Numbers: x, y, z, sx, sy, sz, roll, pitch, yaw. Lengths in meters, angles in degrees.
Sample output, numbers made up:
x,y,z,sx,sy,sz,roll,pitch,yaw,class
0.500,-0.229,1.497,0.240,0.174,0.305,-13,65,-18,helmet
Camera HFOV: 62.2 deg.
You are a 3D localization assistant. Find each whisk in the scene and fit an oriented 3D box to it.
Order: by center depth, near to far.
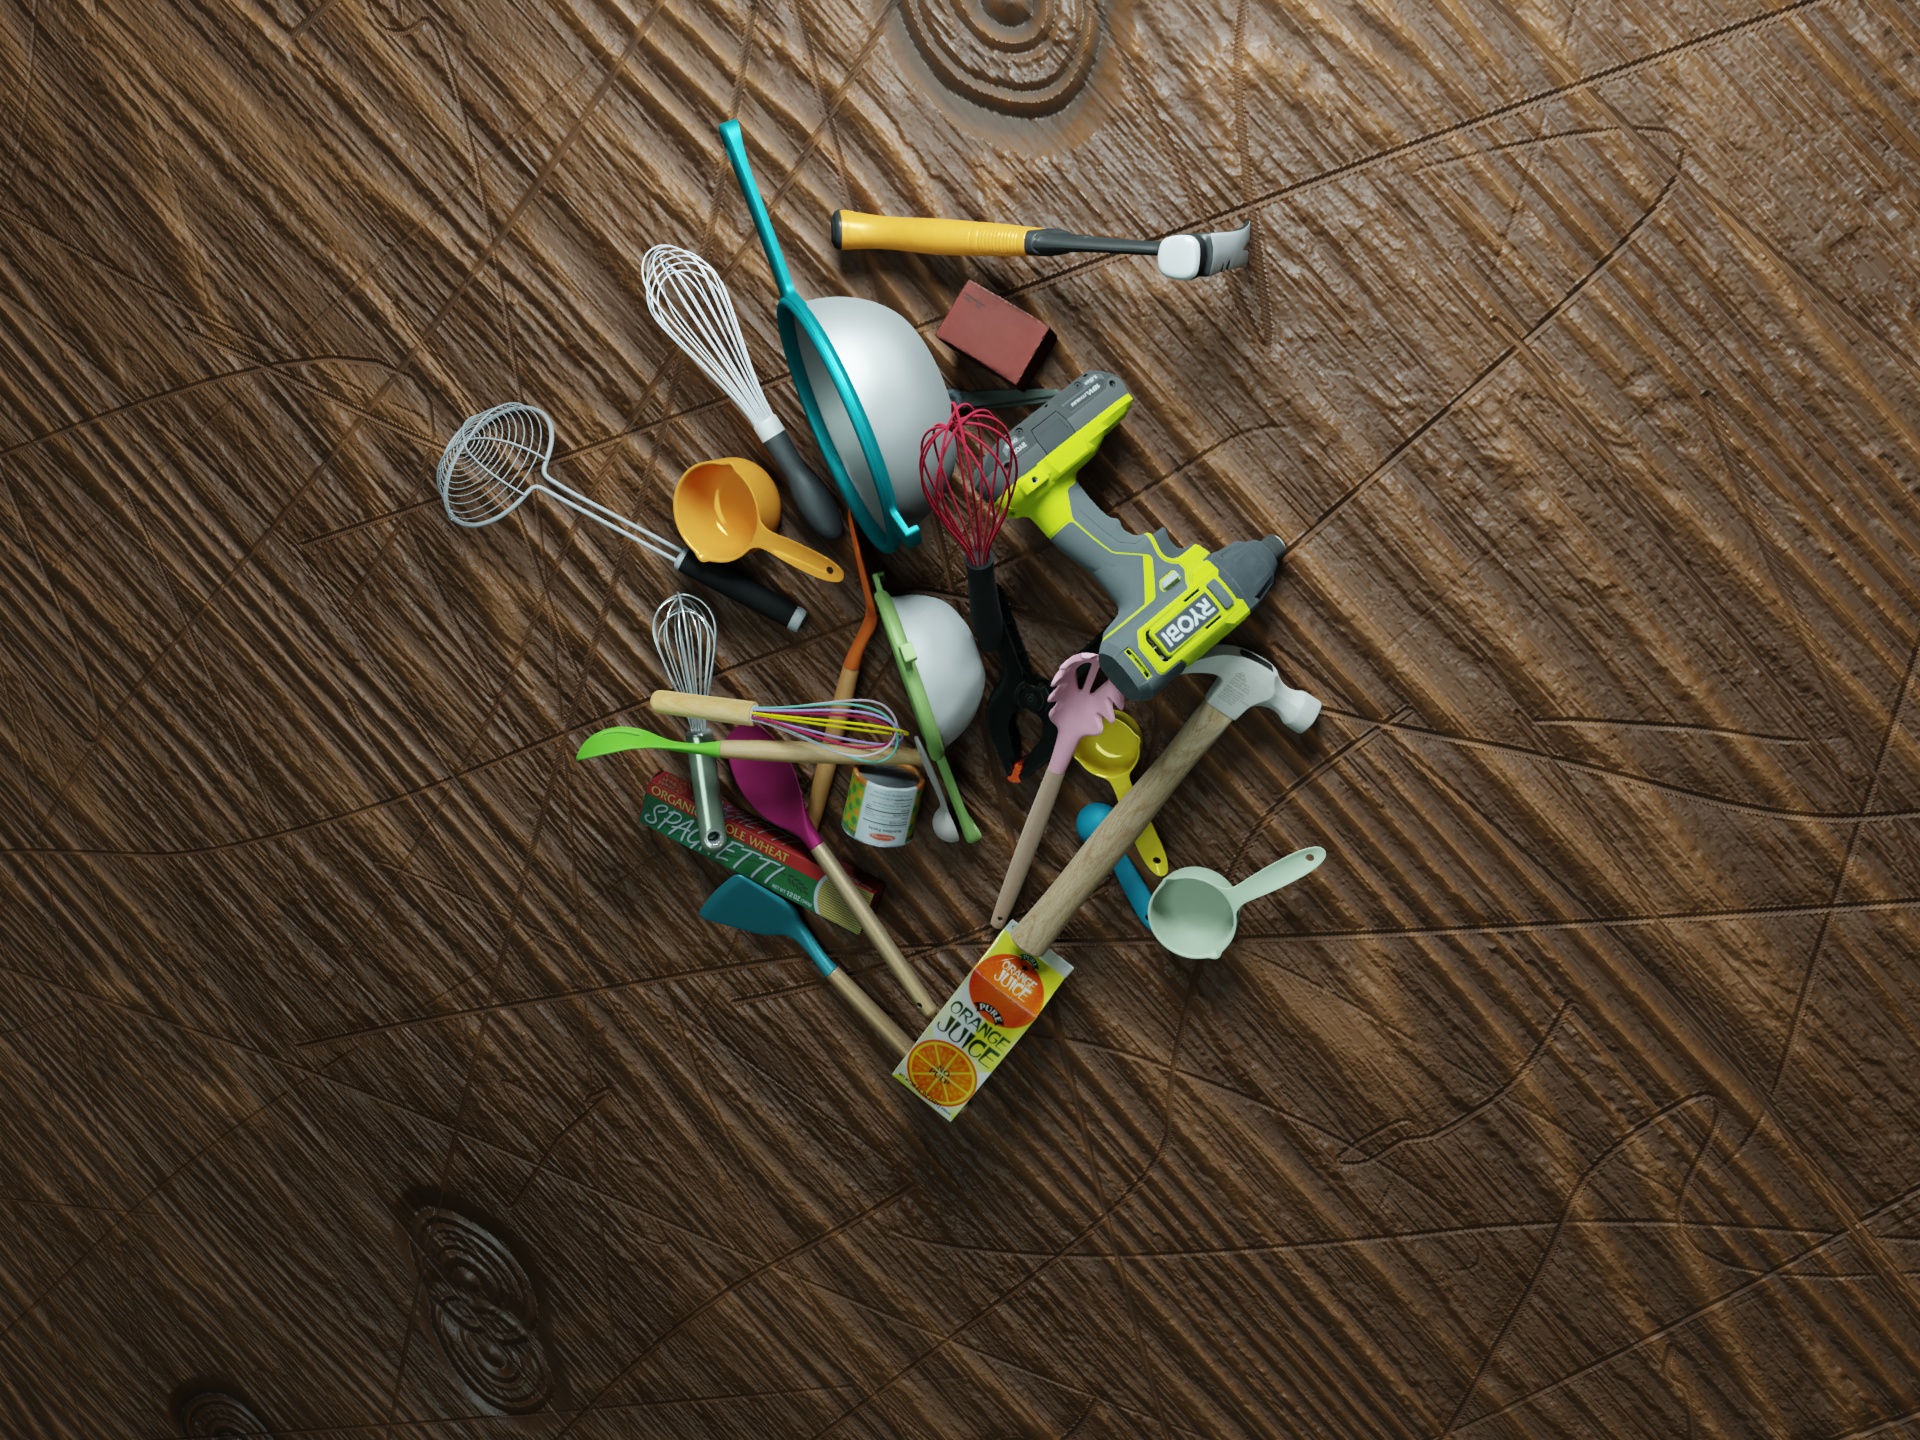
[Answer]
x,y,z,sx,sy,sz,roll,pitch,yaw,class
0.013,-0.134,1.196,0.073,0.073,0.295,18,154,15,whisk
-0.179,-0.276,1.347,0.070,0.070,0.284,-27,102,27,whisk
-0.159,-0.001,1.390,0.245,0.047,0.051,7,113,19,whisk
-0.242,0.003,1.459,0.058,0.059,0.246,-9,102,-15,whisk

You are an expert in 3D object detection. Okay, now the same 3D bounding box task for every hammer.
x,y,z,sx,sy,sz,roll,pitch,yaw,class
0.049,-0.366,1.209,0.337,0.127,0.034,13,115,28,hammer
0.144,0.073,1.321,0.130,0.031,0.331,33,113,-8,hammer

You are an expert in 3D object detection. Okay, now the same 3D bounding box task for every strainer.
x,y,z,sx,sy,sz,roll,pitch,yaw,class
-0.081,-0.301,1.219,0.095,0.211,0.340,-23,105,-9,strainer
-0.002,-0.004,1.356,0.069,0.152,0.256,-21,122,-1,strainer

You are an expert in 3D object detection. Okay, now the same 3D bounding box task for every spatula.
x,y,z,sx,sy,sz,roll,pitch,yaw,class
-0.111,-0.029,1.408,0.041,0.081,0.322,8,120,-14,spatula
-0.111,0.265,1.515,0.317,0.044,0.082,45,129,0,spatula

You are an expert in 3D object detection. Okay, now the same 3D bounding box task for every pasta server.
x,y,z,sx,sy,sz,roll,pitch,yaw,class
0.073,0.066,1.348,0.060,0.040,0.316,19,125,1,pasta server

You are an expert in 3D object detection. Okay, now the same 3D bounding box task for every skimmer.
x,y,z,sx,sy,sz,roll,pitch,yaw,class
-0.303,-0.169,1.436,0.363,0.090,0.127,28,79,-2,skimmer

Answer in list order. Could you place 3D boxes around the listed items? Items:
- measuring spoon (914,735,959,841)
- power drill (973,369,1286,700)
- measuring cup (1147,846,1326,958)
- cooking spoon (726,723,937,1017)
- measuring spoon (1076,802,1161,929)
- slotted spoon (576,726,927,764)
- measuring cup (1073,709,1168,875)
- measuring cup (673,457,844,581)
x,y,z,sx,sy,sz,roll,pitch,yaw,class
-0.027,0.062,1.391,0.018,0.034,0.124,-25,129,-8,measuring spoon
0.132,-0.150,1.227,0.171,0.080,0.223,-40,91,-12,power drill
0.236,0.140,1.337,0.167,0.038,0.083,-31,95,26,measuring cup
-0.116,0.137,1.454,0.068,0.017,0.319,-39,83,32,cooking spoon
0.139,0.131,1.379,0.042,0.021,0.128,-27,96,27,measuring spoon
-0.185,0.026,1.407,0.314,0.070,0.031,2,95,5,slotted spoon
0.146,0.061,1.353,0.062,0.029,0.156,-16,108,27,measuring cup
-0.163,-0.166,1.372,0.174,0.052,0.095,28,116,14,measuring cup
